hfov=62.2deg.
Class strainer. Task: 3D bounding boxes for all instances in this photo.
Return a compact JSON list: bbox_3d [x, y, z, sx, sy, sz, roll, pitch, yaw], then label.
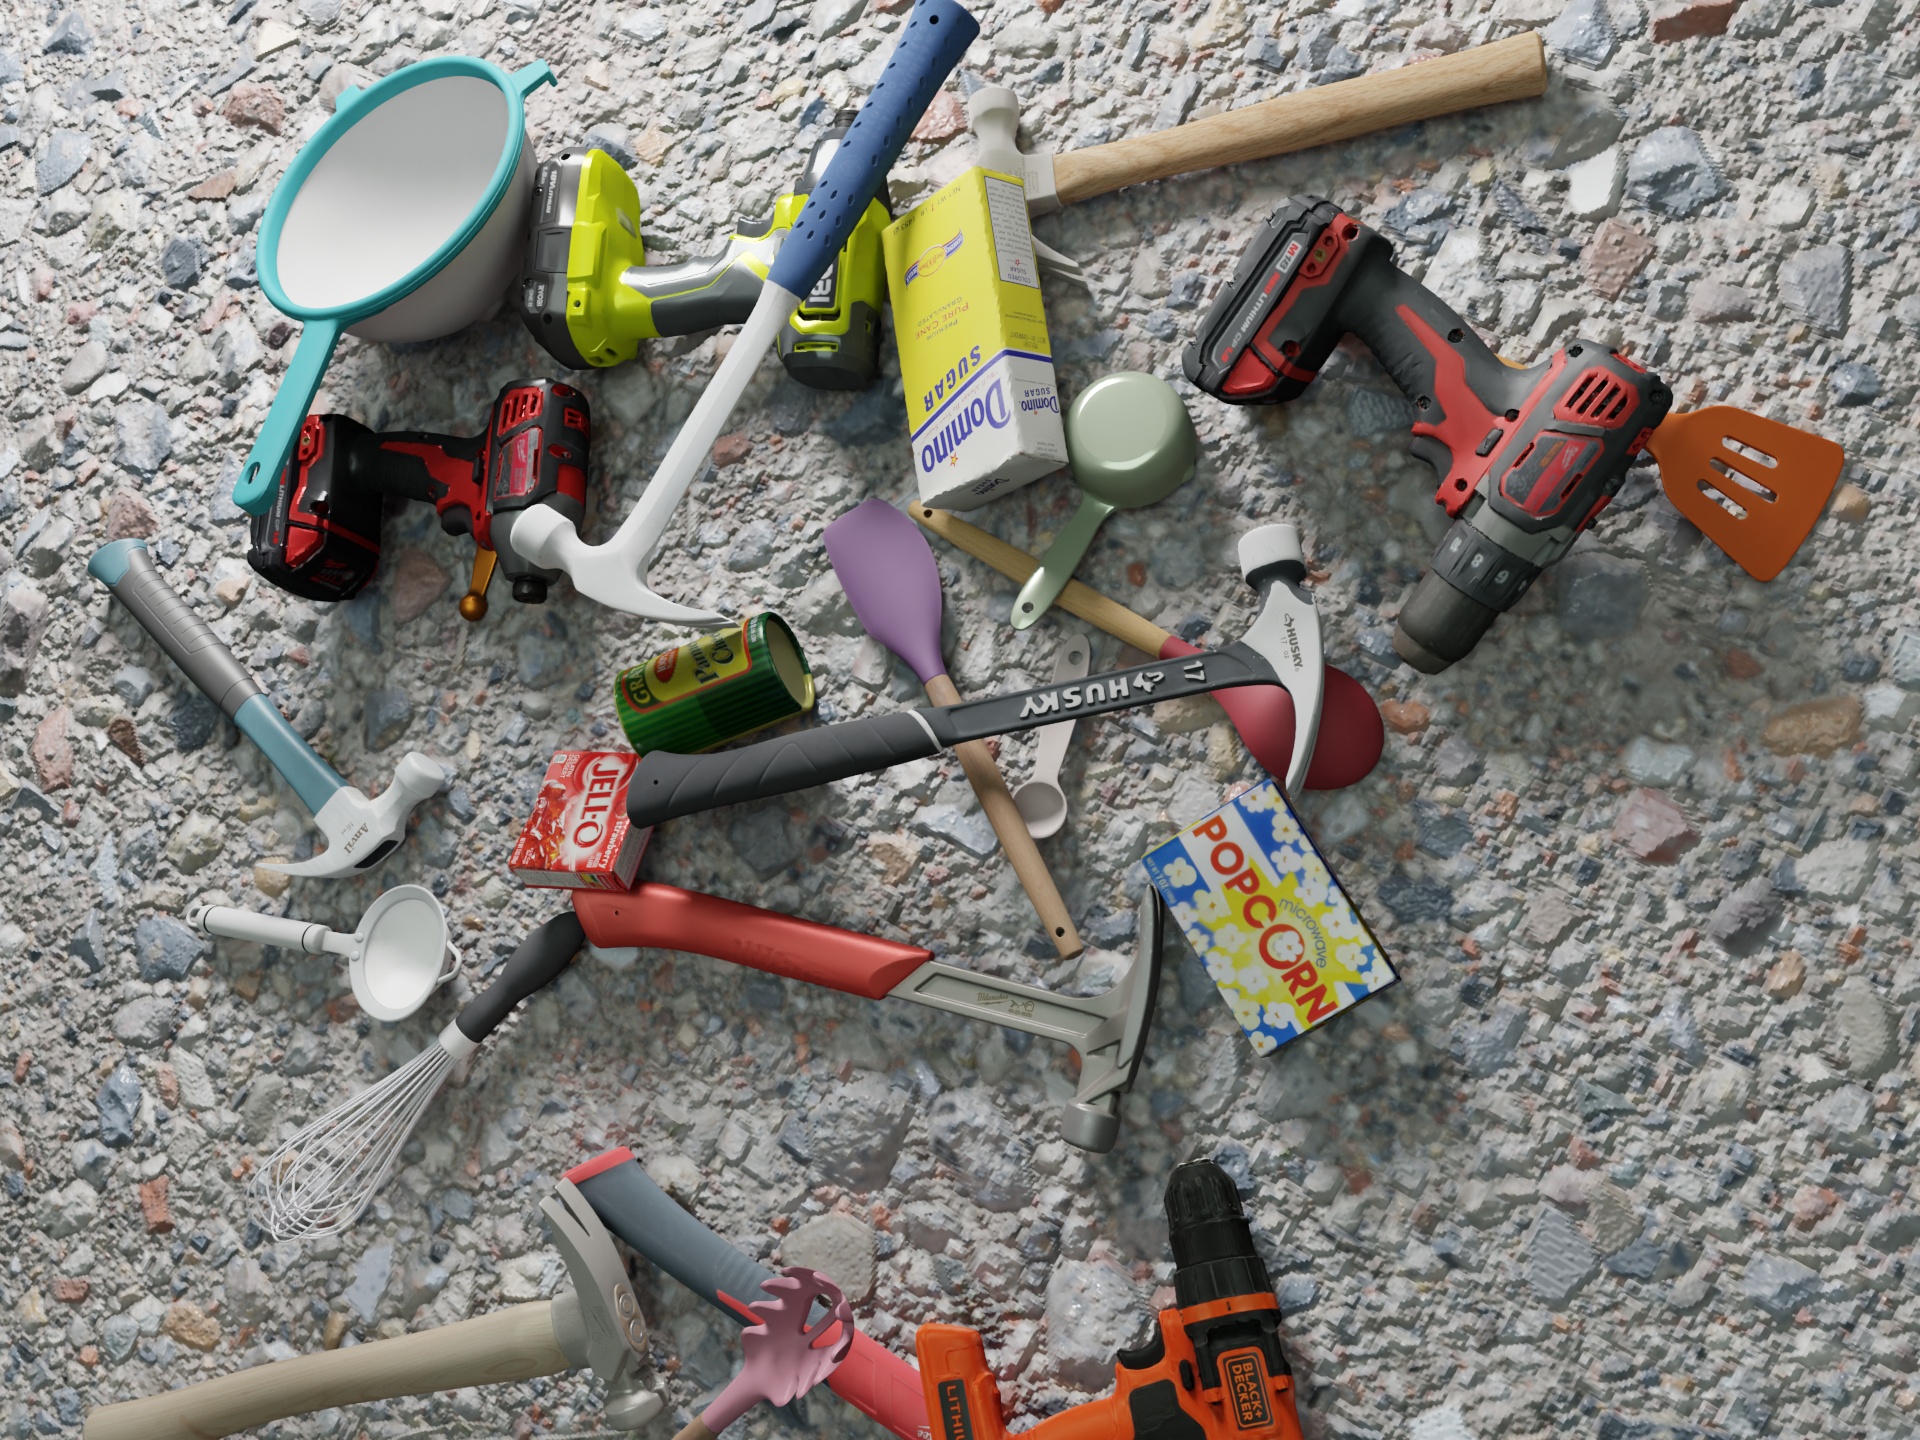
[{"bbox_3d":[-0.412,0.143,1.040,0.258,0.050,0.087,5,78,24],"label":"strainer"},{"bbox_3d":[-0.368,-0.268,1.033,0.211,0.095,0.340,6,70,28],"label":"strainer"}]

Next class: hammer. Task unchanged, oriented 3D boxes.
[{"bbox_3d":[0.001,0.007,0.890,0.409,0.036,0.149,-13,69,14],"label":"hammer"},{"bbox_3d":[0.167,-0.340,0.928,0.331,0.031,0.130,-8,79,16],"label":"hammer"},{"bbox_3d":[-0.064,0.132,0.931,0.359,0.036,0.149,12,86,19],"label":"hammer"},{"bbox_3d":[-0.104,-0.240,0.933,0.144,0.035,0.405,31,90,13],"label":"hammer"},{"bbox_3d":[-0.495,-0.017,1.093,0.331,0.033,0.128,42,95,19],"label":"hammer"},{"bbox_3d":[-0.078,0.371,0.900,0.386,0.038,0.143,27,92,19],"label":"hammer"},{"bbox_3d":[-0.380,0.395,0.977,0.410,0.038,0.146,-18,96,17],"label":"hammer"}]

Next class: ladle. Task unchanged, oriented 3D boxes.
[{"bbox_3d":[0.097,-0.055,0.913,0.315,0.031,0.069,31,87,21],"label":"ladle"}]

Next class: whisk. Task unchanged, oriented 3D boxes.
[{"bbox_3d":[-0.337,0.221,0.997,0.284,0.070,0.070,-45,72,2],"label":"whisk"}]

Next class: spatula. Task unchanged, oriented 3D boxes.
[{"bbox_3d":[-0.001,-0.003,0.922,0.060,0.018,0.316,-30,66,9],"label":"spatula"},{"bbox_3d":[0.306,-0.180,0.867,0.323,0.041,0.081,30,92,23],"label":"spatula"}]

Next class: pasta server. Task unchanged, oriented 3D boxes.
[{"bbox_3d":[-0.160,0.410,0.892,0.316,0.040,0.060,-47,61,18],"label":"pasta server"}]

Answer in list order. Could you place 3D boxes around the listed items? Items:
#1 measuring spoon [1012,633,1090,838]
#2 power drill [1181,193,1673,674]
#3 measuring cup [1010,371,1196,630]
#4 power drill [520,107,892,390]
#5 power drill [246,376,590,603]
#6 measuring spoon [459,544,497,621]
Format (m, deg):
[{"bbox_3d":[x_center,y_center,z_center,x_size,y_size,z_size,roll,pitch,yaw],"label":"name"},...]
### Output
[{"bbox_3d":[0.057,0.010,0.924,0.034,0.018,0.124,11,79,18],"label":"measuring spoon"},{"bbox_3d":[0.230,-0.153,0.849,0.227,0.080,0.188,39,113,18],"label":"power drill"},{"bbox_3d":[0.072,-0.127,0.910,0.083,0.038,0.167,29,81,22],"label":"measuring cup"},{"bbox_3d":[-0.154,-0.298,1.004,0.223,0.080,0.171,3,84,14],"label":"power drill"},{"bbox_3d":[-0.345,-0.139,1.034,0.220,0.078,0.143,-4,77,17],"label":"power drill"},{"bbox_3d":[-0.316,-0.123,1.061,0.021,0.011,0.117,11,85,19],"label":"measuring spoon"}]
